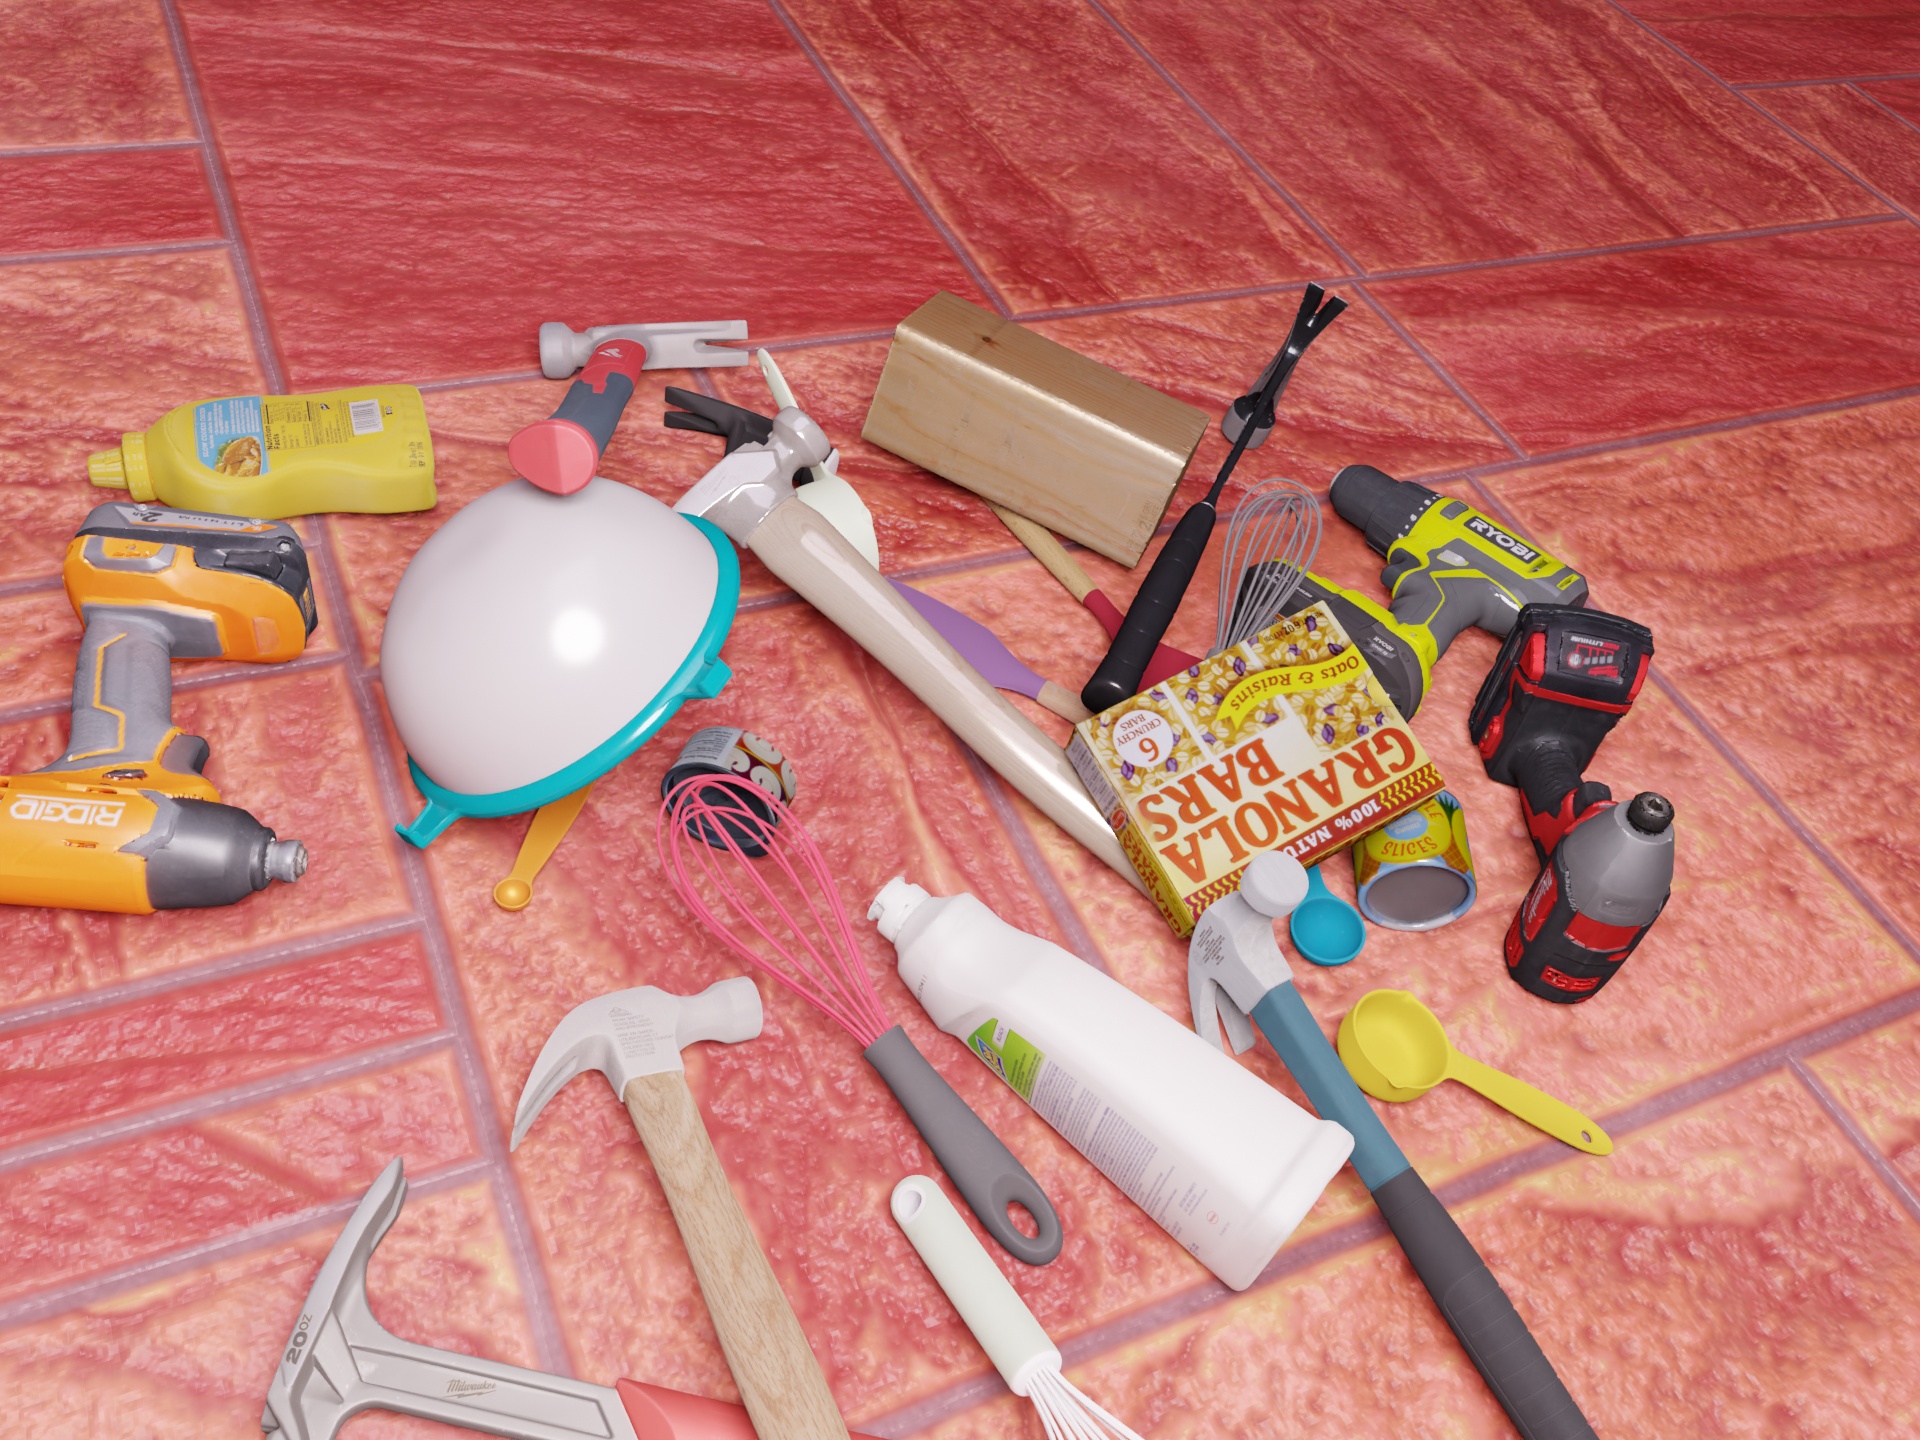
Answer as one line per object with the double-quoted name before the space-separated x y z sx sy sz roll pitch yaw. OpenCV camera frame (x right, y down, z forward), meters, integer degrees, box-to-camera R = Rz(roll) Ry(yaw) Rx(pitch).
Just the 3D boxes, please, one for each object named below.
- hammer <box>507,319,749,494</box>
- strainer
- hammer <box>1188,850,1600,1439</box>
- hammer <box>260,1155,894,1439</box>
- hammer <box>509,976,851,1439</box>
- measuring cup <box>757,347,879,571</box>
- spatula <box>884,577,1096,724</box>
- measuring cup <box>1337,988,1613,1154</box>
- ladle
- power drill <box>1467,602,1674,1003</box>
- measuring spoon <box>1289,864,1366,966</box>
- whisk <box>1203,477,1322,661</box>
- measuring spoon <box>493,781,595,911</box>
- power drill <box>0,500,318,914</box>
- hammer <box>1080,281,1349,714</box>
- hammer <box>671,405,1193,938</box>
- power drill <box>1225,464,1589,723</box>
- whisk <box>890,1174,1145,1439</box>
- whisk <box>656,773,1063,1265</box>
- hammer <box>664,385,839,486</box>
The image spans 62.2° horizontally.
"hammer" -0.198 -0.197 0.948 0.143 0.038 0.387 -3 22 -6
"strainer" -0.238 -0.102 0.874 0.211 0.095 0.341 -26 42 11
"hammer" 0.208 0.225 0.739 0.033 0.128 0.331 -19 64 -27
"hammer" -0.094 0.288 0.650 0.359 0.036 0.149 13 47 -1
"hammer" -0.092 0.236 0.654 0.130 0.031 0.332 -5 39 -30
"measuring cup" -0.104 -0.152 0.992 0.038 0.083 0.167 -24 89 -26
"spatula" 0.071 -0.005 0.971 0.316 0.018 0.060 28 52 14
"measuring cup" 0.268 0.195 0.836 0.156 0.029 0.062 28 47 -4
"ladle" 0.071 -0.098 1.051 0.069 0.031 0.316 -17 52 -32
"power drill" 0.356 0.038 0.915 0.078 0.143 0.220 12 44 1
"measuring spoon" 0.193 0.086 0.908 0.042 0.021 0.129 -8 54 -10
"whisk" 0.154 -0.037 0.941 0.055 0.055 0.239 23 77 8
"measuring spoon" -0.219 0.059 0.851 0.021 0.011 0.117 16 43 1
"power drill" -0.402 -0.002 0.817 0.164 0.084 0.227 6 51 -9
"hammer" 0.163 -0.141 1.029 0.036 0.149 0.409 30 48 2
"hammer" -0.001 -0.003 0.900 0.411 0.038 0.146 42 77 11
"power drill" 0.282 -0.087 1.058 0.228 0.080 0.191 -30 57 -36
"whisk" 0.037 0.275 0.654 0.058 0.059 0.247 -47 44 0
"whisk" -0.049 0.139 0.770 0.073 0.073 0.296 -30 71 -34
"hammer" -0.196 -0.091 0.975 0.127 0.034 0.337 22 47 6
